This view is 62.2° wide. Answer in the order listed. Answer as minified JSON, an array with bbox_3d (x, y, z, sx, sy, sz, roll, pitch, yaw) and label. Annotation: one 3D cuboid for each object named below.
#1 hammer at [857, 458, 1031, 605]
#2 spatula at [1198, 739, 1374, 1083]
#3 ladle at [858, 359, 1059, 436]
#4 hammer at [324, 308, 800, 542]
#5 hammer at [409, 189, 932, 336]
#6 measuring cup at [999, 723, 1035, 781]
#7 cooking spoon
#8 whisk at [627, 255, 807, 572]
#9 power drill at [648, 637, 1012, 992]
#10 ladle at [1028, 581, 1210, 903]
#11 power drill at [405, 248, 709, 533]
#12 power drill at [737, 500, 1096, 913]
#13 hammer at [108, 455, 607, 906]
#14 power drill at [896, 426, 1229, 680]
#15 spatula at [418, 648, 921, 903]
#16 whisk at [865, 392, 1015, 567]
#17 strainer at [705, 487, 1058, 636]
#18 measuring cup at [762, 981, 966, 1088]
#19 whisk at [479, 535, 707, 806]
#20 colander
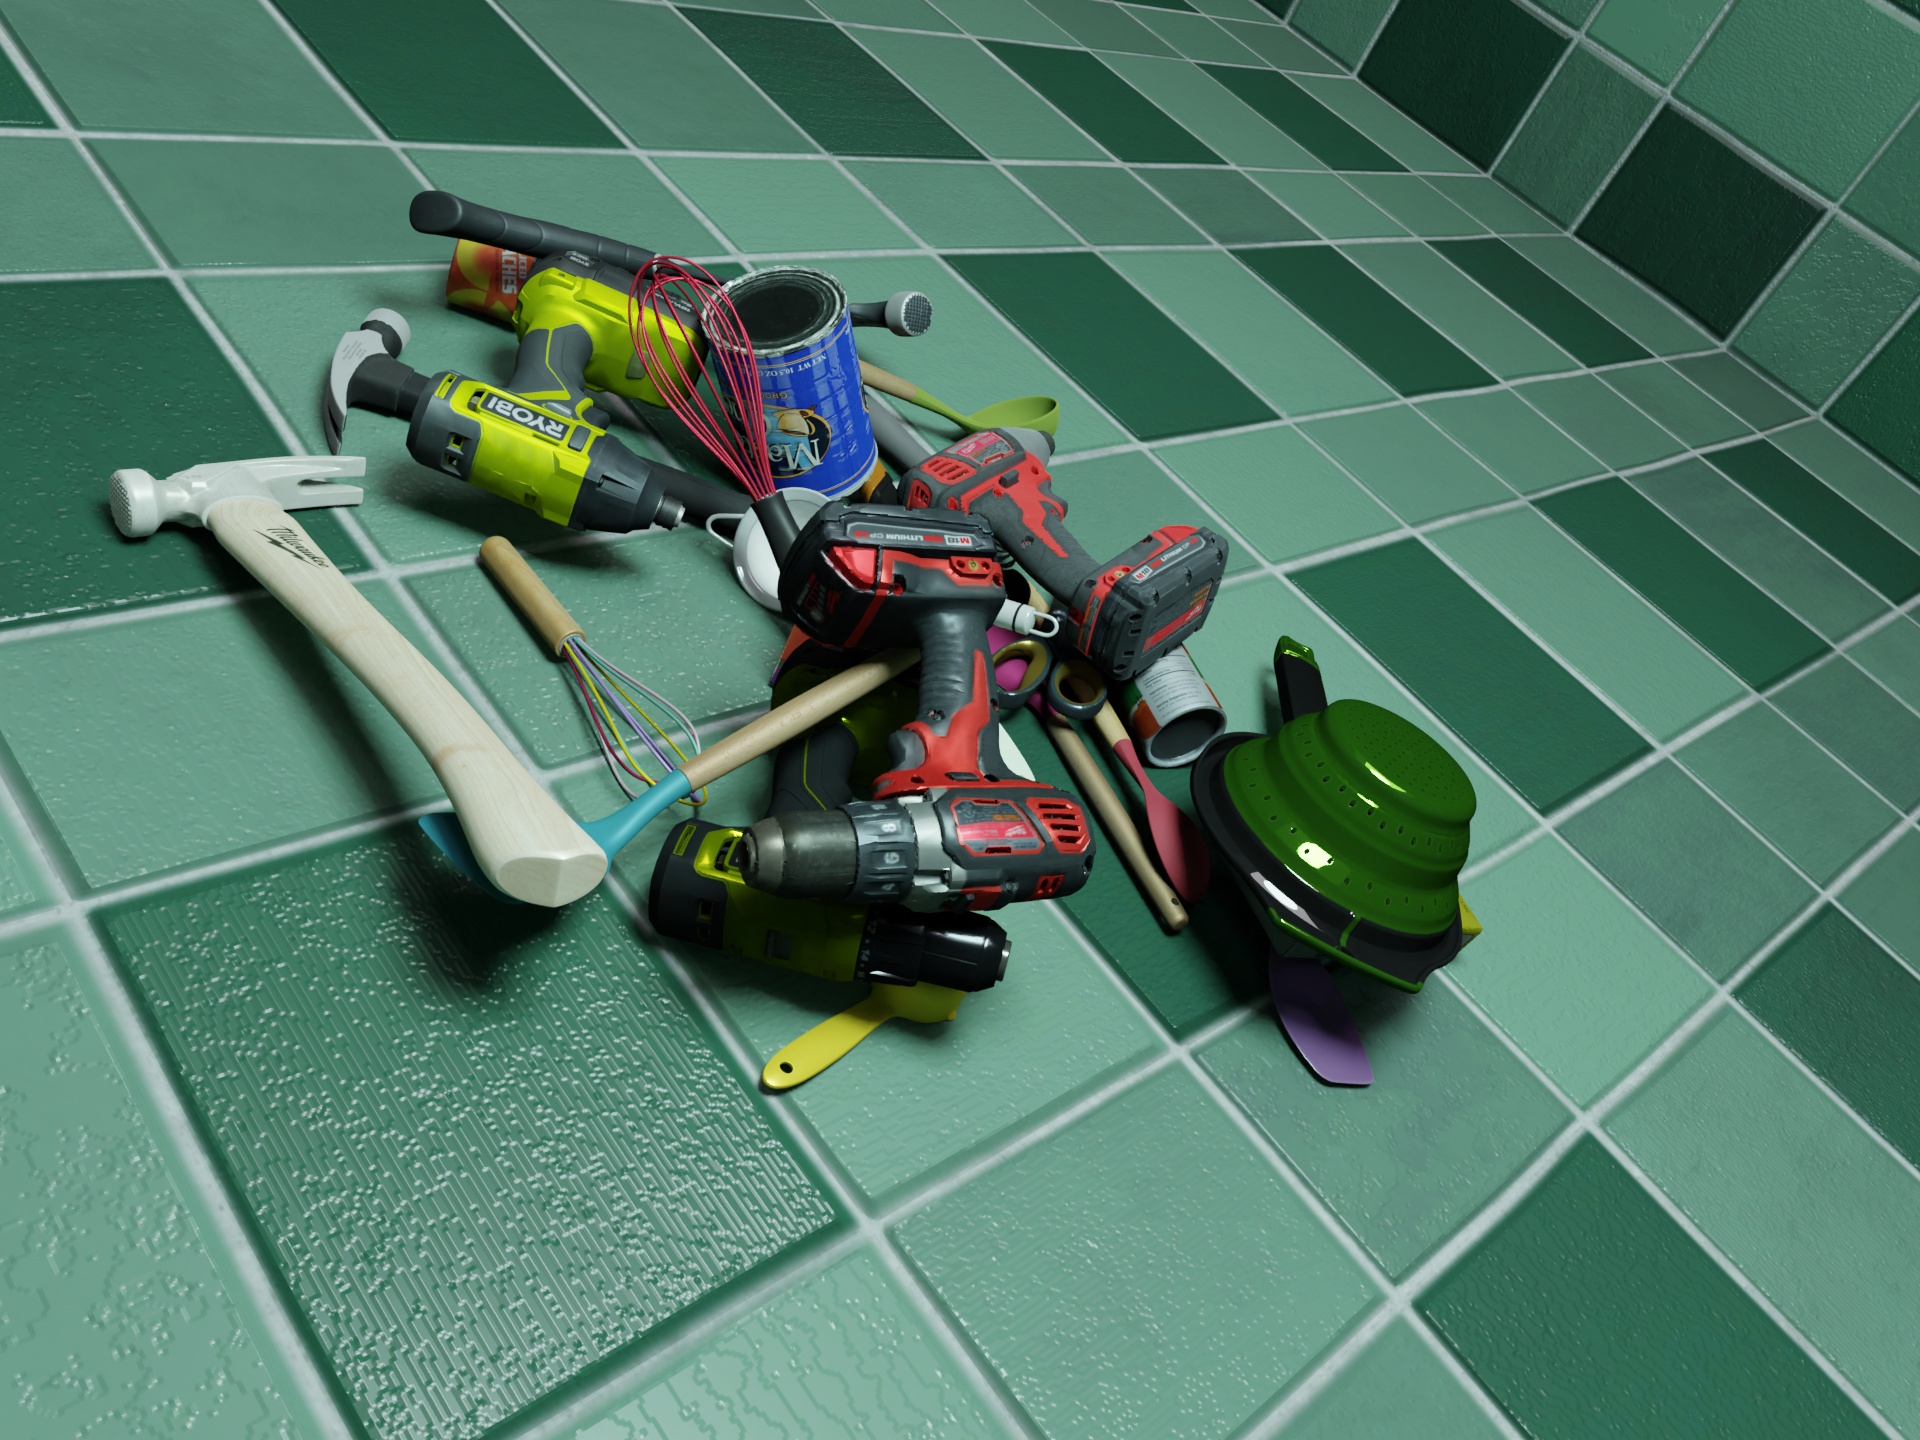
[{"bbox_3d":[-0.080,-0.189,1.224,0.127,0.034,0.337,-11,50,-31],"label":"hammer"},{"bbox_3d":[0.204,0.109,1.080,0.059,0.018,0.316,11,42,-25],"label":"spatula"},{"bbox_3d":[-0.057,-0.287,1.297,0.320,0.062,0.078,17,12,-30],"label":"ladle"},{"bbox_3d":[-0.271,-0.184,1.104,0.334,0.035,0.146,20,38,-12],"label":"hammer"},{"bbox_3d":[-0.220,-0.346,1.221,0.408,0.036,0.149,1,10,-42],"label":"hammer"},{"bbox_3d":[-0.002,-0.003,1.065,0.083,0.038,0.168,-10,53,-39],"label":"measuring cup"},{"bbox_3d":[0.077,0.018,1.104,0.068,0.017,0.319,-1,46,-33],"label":"cooking spoon"},{"bbox_3d":[-0.137,-0.164,1.047,0.073,0.073,0.295,-36,105,-50],"label":"whisk"},{"bbox_3d":[-0.053,0.057,0.910,0.190,0.080,0.229,14,39,3],"label":"power drill"},{"bbox_3d":[0.103,0.002,1.126,0.069,0.031,0.316,42,16,-47],"label":"ladle"},{"bbox_3d":[-0.249,-0.215,1.066,0.171,0.080,0.223,22,40,-12],"label":"power drill"},{"bbox_3d":[-0.039,-0.003,0.844,0.187,0.080,0.227,0,60,-27],"label":"power drill"},{"bbox_3d":[-0.303,-0.038,0.848,0.146,0.038,0.411,-15,43,-43],"label":"hammer"},{"bbox_3d":[0.075,-0.136,1.144,0.220,0.078,0.143,38,50,24],"label":"power drill"},{"bbox_3d":[-0.129,0.013,0.856,0.317,0.044,0.082,-32,49,-33],"label":"spatula"},{"bbox_3d":[-0.028,-0.202,1.268,0.055,0.055,0.239,-16,51,-43],"label":"whisk"},{"bbox_3d":[-0.052,-0.096,1.079,0.258,0.087,0.050,19,2,19],"label":"strainer"},{"bbox_3d":[-0.049,0.154,0.859,0.062,0.029,0.156,42,37,17],"label":"measuring cup"},{"bbox_3d":[-0.225,-0.033,0.956,0.047,0.051,0.245,-20,56,-38],"label":"whisk"},{"bbox_3d":[0.263,0.013,1.077,0.204,0.094,0.397,27,29,-9],"label":"colander"}]
